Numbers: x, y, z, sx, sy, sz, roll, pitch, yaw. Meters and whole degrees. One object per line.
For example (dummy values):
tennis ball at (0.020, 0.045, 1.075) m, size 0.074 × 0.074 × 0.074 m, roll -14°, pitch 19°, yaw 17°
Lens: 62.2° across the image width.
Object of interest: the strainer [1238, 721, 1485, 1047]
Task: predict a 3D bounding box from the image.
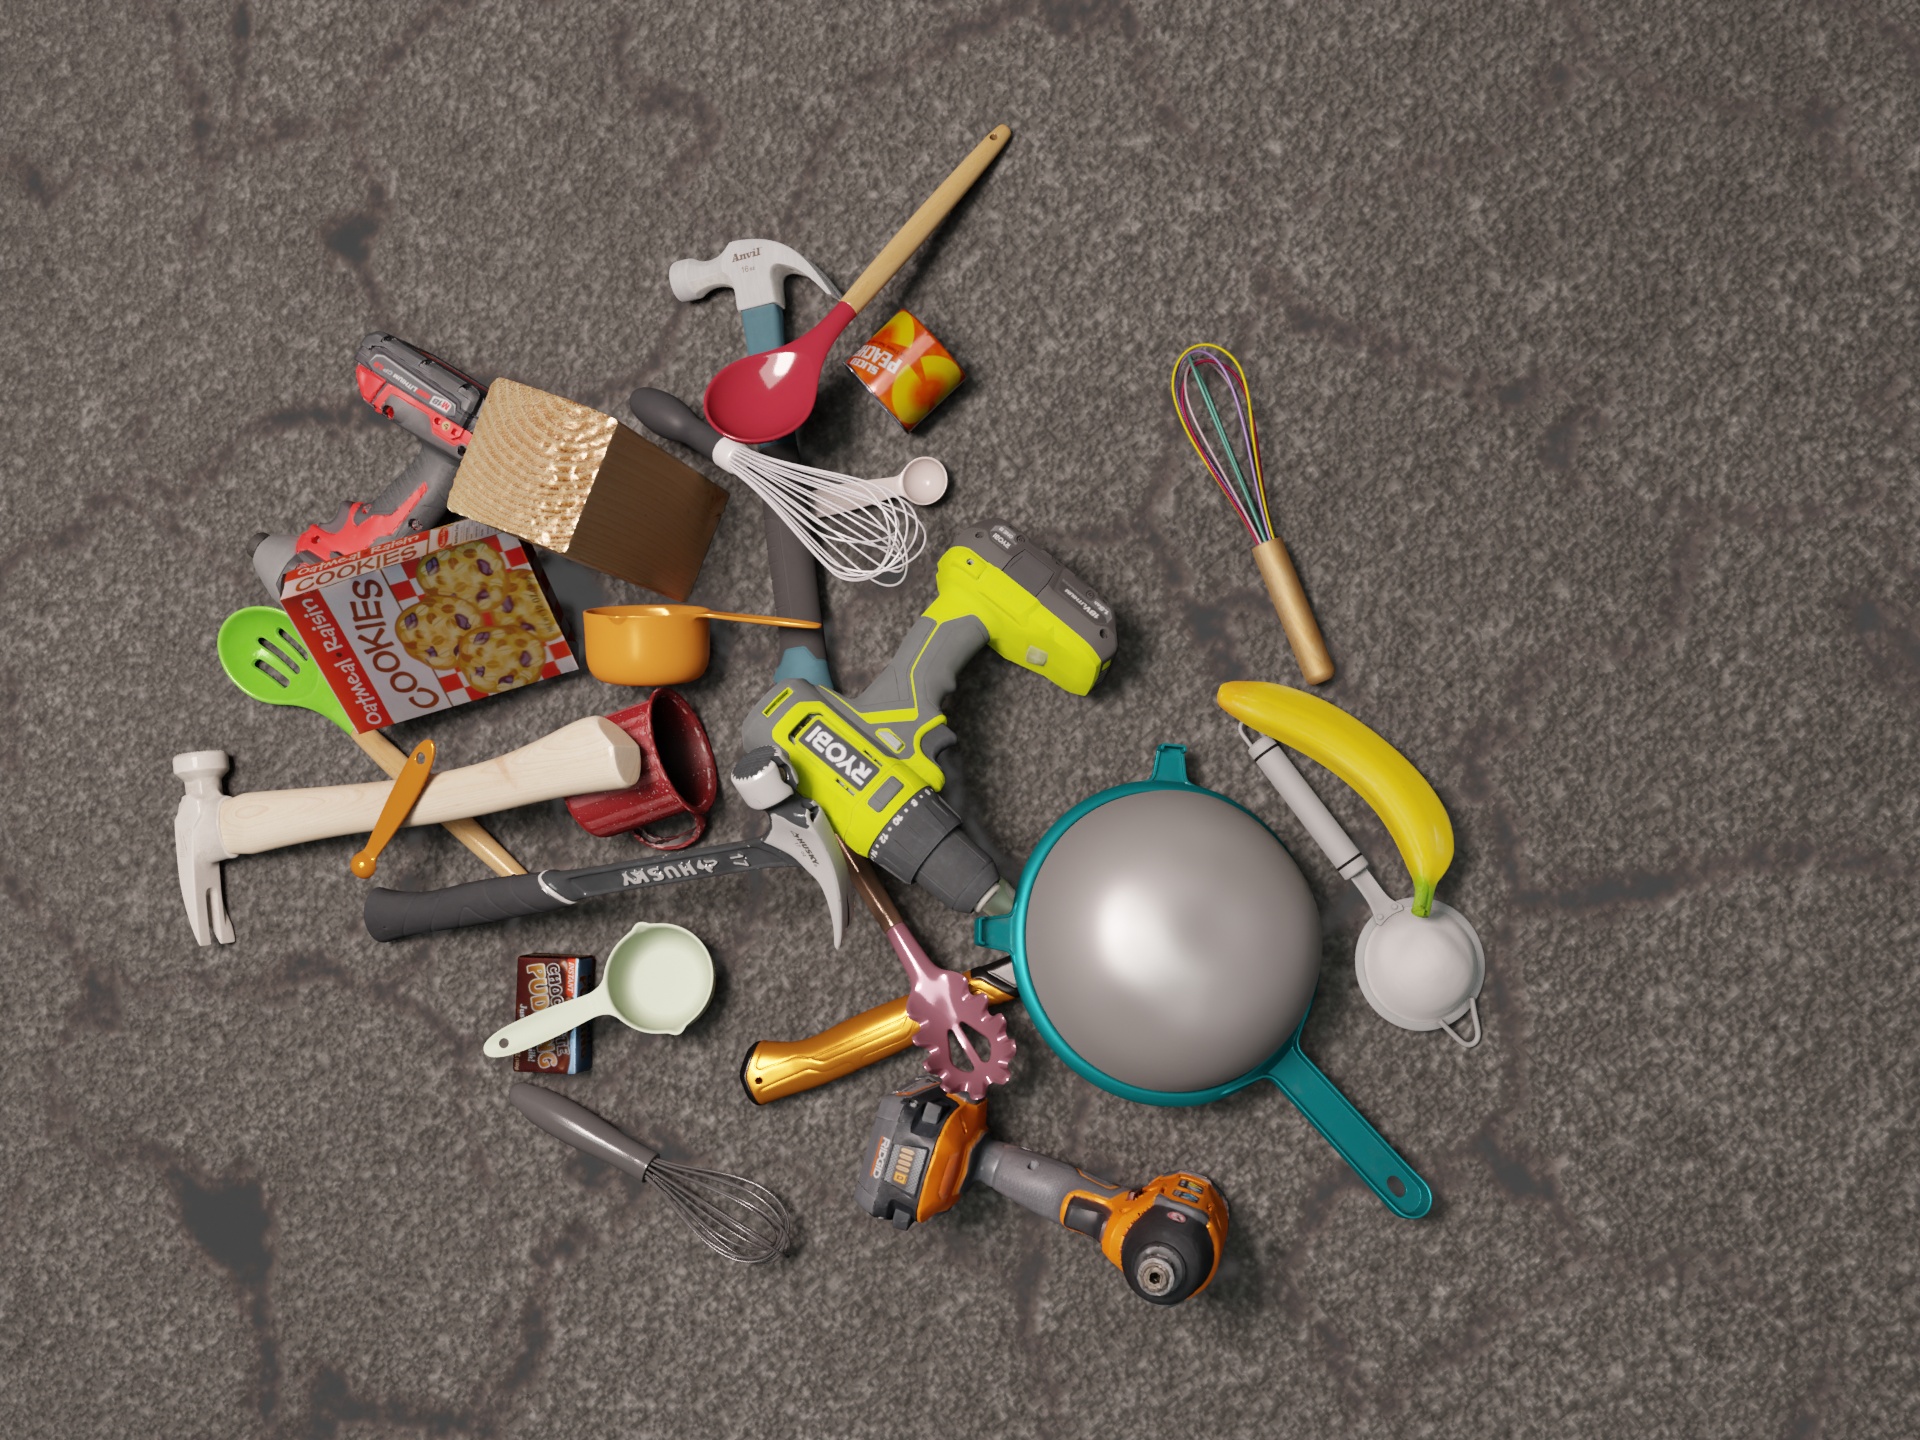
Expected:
strainer at (0.261, 0.103, 1.041) m, size 0.087 × 0.050 × 0.258 m, roll -33°, pitch 77°, yaw -9°

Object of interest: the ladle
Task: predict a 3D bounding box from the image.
ladle at (-0.063, -0.303, 1.097) m, size 0.069 × 0.031 × 0.315 m, roll 36°, pitch 75°, yaw 11°

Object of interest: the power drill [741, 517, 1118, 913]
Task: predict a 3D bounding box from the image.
power drill at (-0.002, -0.003, 1.037) m, size 0.190 × 0.080 × 0.228 m, roll 39°, pitch 71°, yaw 11°

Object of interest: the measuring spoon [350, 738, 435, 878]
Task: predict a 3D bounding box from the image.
measuring spoon at (-0.392, 0.061, 1.094) m, size 0.021 × 0.011 × 0.117 m, roll 38°, pitch 105°, yaw 19°

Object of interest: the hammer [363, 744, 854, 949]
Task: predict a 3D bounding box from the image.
hammer at (-0.254, 0.113, 1.080) m, size 0.409 × 0.036 × 0.149 m, roll -12°, pitch 124°, yaw 28°

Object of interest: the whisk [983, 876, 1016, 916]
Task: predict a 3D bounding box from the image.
whisk at (0.000, 0.098, 1.057) m, size 0.246 × 0.058 × 0.059 m, roll 37°, pitch 102°, yaw 10°

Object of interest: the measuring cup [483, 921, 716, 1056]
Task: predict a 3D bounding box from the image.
measuring cup at (-0.251, 0.200, 1.117) m, size 0.167 × 0.038 × 0.083 m, roll -22°, pitch 78°, yaw -4°

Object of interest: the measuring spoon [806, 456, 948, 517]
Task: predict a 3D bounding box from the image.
measuring spoon at (-0.066, -0.161, 1.138) m, size 0.124 × 0.018 × 0.034 m, roll -9°, pitch 85°, yaw 17°

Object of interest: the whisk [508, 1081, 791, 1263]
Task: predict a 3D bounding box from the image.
whisk at (-0.220, 0.314, 1.115) m, size 0.239 × 0.055 × 0.055 m, roll 24°, pitch 91°, yaw 15°

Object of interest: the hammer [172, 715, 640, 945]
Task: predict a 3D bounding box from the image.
hammer at (-0.400, 0.068, 1.124) m, size 0.410 × 0.038 × 0.146 m, roll -10°, pitch 85°, yaw 25°

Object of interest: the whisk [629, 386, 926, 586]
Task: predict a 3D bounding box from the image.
whisk at (-0.135, -0.167, 1.081) m, size 0.285 × 0.070 × 0.070 m, roll 33°, pitch 93°, yaw 30°

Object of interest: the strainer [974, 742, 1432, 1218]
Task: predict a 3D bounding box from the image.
strainer at (0.186, 0.180, 0.991) m, size 0.211 × 0.095 × 0.340 m, roll -42°, pitch 86°, yaw -18°

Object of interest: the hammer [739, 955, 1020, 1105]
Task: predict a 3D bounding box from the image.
hammer at (0.006, 0.196, 1.085) m, size 0.337 × 0.034 × 0.127 m, roll -24°, pitch 81°, yaw 9°

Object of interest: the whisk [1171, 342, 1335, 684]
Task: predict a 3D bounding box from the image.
whisk at (0.200, -0.141, 1.069) m, size 0.047 × 0.051 × 0.245 m, roll -21°, pitch 85°, yaw 3°

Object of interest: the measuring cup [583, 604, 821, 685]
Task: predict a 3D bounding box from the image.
measuring cup at (-0.179, -0.050, 1.108) m, size 0.173 × 0.095 × 0.052 m, roll 5°, pitch 100°, yaw 15°

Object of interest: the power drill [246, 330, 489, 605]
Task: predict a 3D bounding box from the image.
power drill at (-0.432, -0.166, 1.177) m, size 0.143 × 0.078 × 0.219 m, roll 31°, pitch 95°, yaw 11°

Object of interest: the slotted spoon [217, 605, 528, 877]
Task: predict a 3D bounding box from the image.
slotted spoon at (-0.432, 0.025, 1.187) m, size 0.314 × 0.031 × 0.070 m, roll 40°, pitch 94°, yaw 9°

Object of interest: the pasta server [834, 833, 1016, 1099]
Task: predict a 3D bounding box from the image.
pasta server at (-0.059, 0.116, 1.078) m, size 0.060 × 0.040 × 0.316 m, roll -31°, pitch 70°, yaw -6°

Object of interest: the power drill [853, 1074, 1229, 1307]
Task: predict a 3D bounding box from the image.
power drill at (0.054, 0.301, 1.004) m, size 0.226 × 0.164 × 0.084 m, roll 16°, pitch 90°, yaw 14°

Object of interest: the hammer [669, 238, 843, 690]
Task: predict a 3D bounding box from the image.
hammer at (-0.129, -0.181, 1.133) m, size 0.128 × 0.033 × 0.331 m, roll -9°, pitch 85°, yaw 20°
